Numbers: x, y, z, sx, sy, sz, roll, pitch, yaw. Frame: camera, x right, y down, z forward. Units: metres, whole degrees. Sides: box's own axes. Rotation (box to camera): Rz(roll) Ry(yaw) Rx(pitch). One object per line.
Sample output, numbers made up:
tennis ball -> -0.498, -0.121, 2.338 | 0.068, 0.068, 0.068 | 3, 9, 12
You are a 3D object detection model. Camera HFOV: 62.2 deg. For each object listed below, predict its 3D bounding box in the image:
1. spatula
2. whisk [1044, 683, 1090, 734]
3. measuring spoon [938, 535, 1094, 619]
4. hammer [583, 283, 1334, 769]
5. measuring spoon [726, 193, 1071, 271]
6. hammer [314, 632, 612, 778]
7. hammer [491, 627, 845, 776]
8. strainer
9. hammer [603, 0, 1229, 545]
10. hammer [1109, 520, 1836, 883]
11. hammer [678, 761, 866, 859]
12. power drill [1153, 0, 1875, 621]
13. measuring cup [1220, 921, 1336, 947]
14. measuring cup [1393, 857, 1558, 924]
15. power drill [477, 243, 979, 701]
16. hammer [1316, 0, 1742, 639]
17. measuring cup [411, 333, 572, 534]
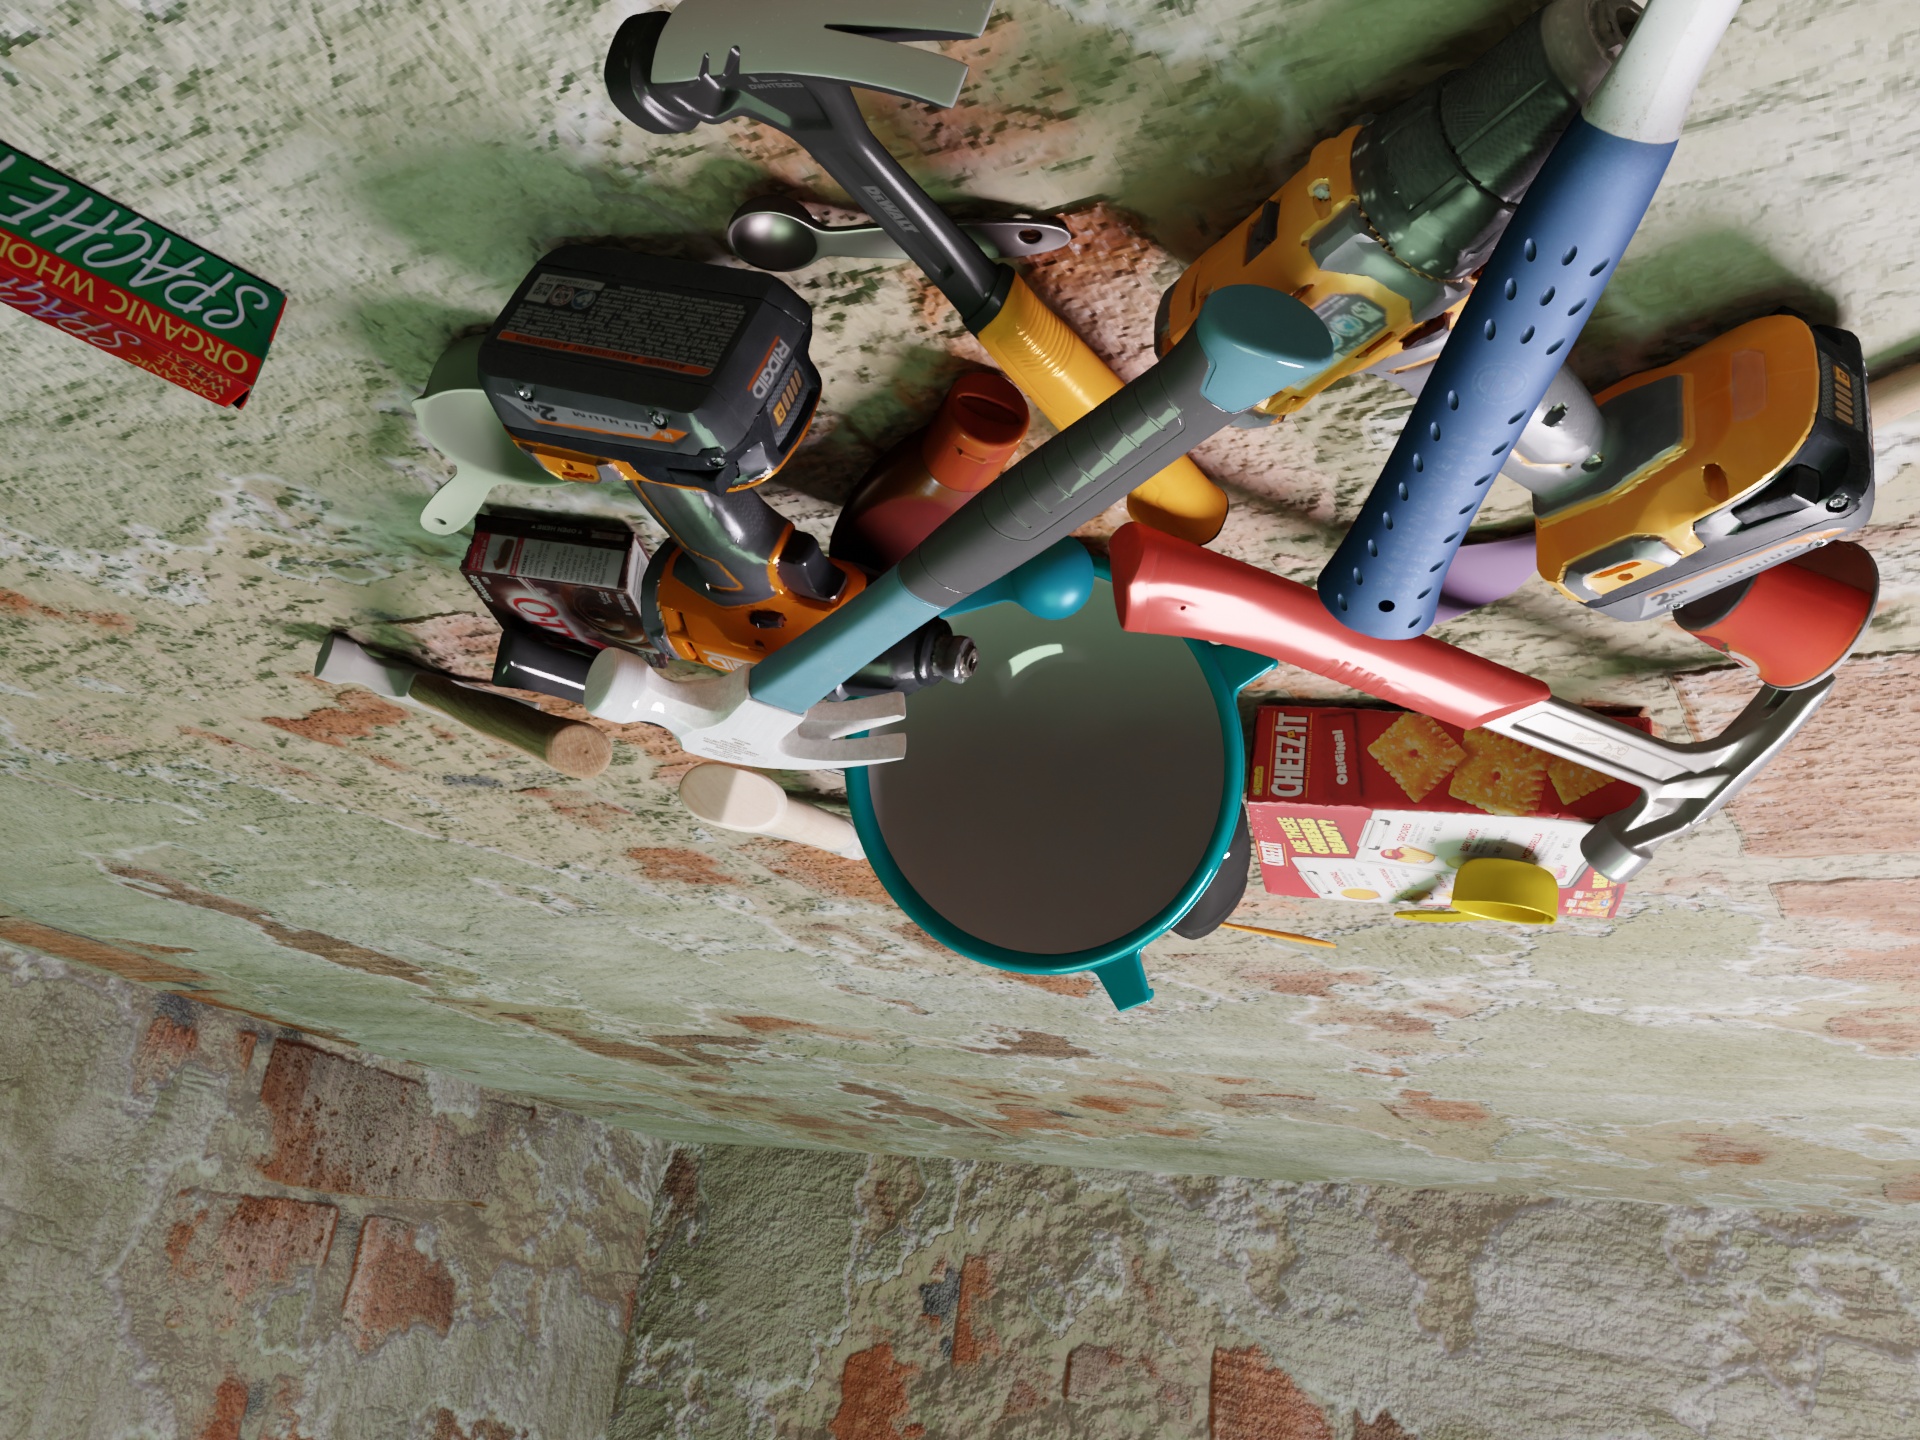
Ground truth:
spatula -> 0.276, -0.088, 0.671 | 0.059, 0.018, 0.316 | 21, 155, -26
whisk -> 0.065, 0.024, 0.994 | 0.059, 0.058, 0.246 | 41, 165, 13
measuring spoon -> 0.003, -0.064, 0.781 | 0.128, 0.042, 0.021 | -9, 177, 25
hammer -> -0.005, -0.058, 0.593 | 0.128, 0.033, 0.331 | 20, 144, -35
measuring spoon -> -0.022, -0.179, 0.574 | 0.124, 0.018, 0.034 | 0, 159, 2
hammer -> -0.273, -0.004, 0.920 | 0.130, 0.031, 0.331 | 22, 175, -33
hammer -> -0.125, 0.005, 0.950 | 0.334, 0.035, 0.146 | 19, 165, -40
strainer -> -0.001, -0.003, 0.848 | 0.340, 0.211, 0.095 | 23, -170, 24
hammer -> 0.029, -0.138, 0.567 | 0.127, 0.034, 0.336 | 13, 170, 34
hammer -> 0.228, -0.024, 0.728 | 0.358, 0.037, 0.149 | 18, 124, -23
hammer -> -0.120, 0.056, 0.984 | 0.146, 0.038, 0.410 | 15, 174, 5
power drill -> 0.204, -0.129, 0.528 | 0.226, 0.084, 0.185 | 23, 152, -21
measuring cup -> 0.183, 0.117, 1.111 | 0.174, 0.052, 0.095 | 10, 171, 29
measuring cup -> 0.296, 0.102, 0.937 | 0.062, 0.029, 0.156 | 14, 169, -8
power drill -> -0.085, -0.085, 0.670 | 0.164, 0.084, 0.226 | 14, 154, 21
hammer -> 0.167, -0.161, 0.397 | 0.144, 0.035, 0.405 | 11, 143, -2
measuring cup -> -0.219, -0.127, 0.734 | 0.083, 0.038, 0.167 | 20, 157, -27
